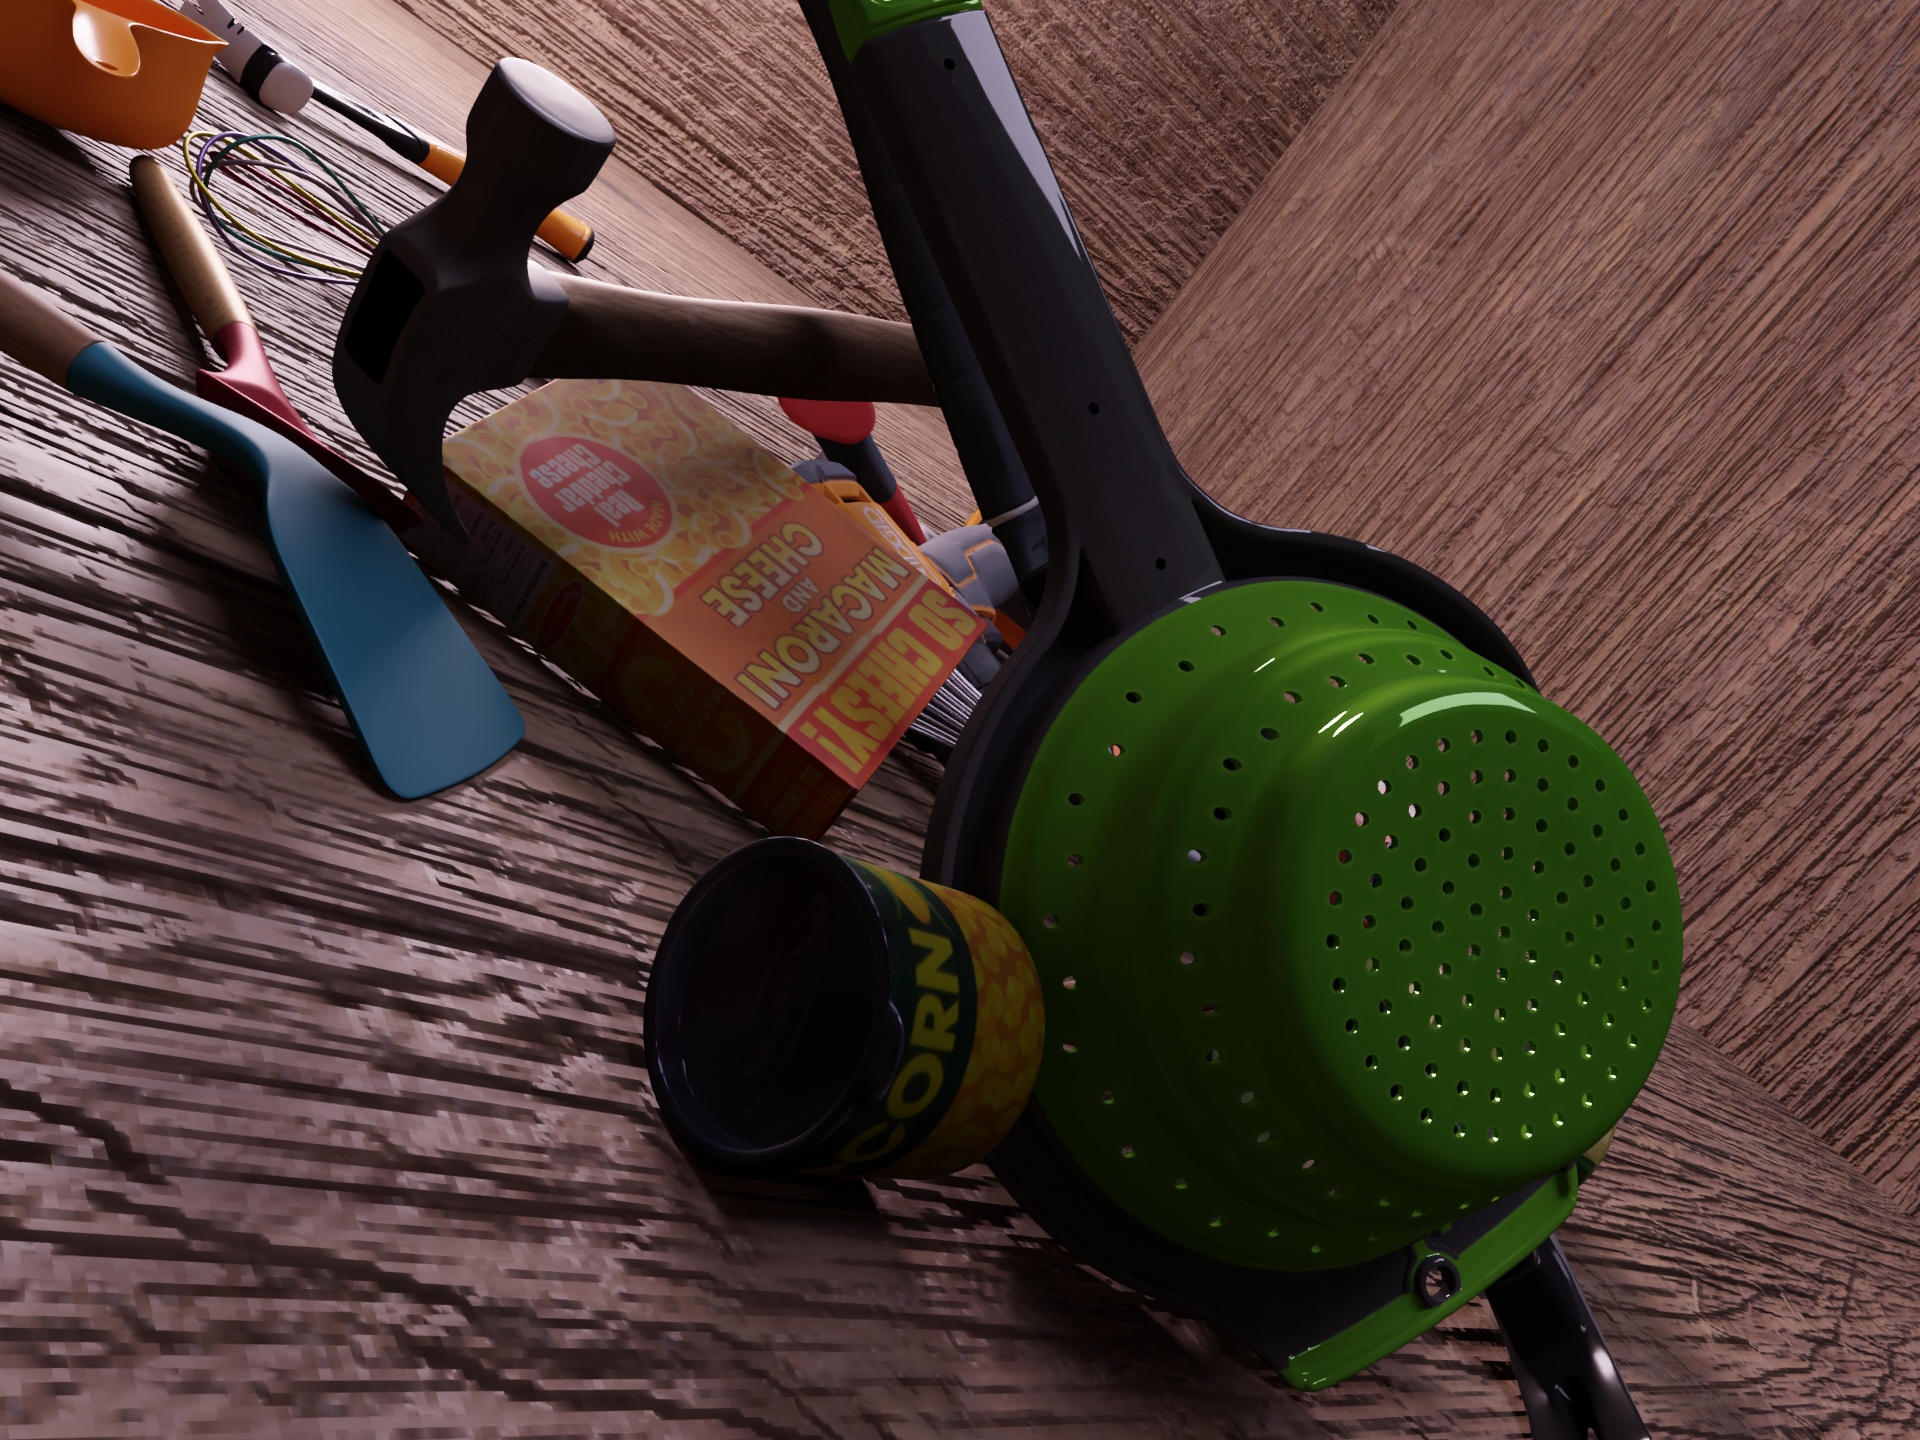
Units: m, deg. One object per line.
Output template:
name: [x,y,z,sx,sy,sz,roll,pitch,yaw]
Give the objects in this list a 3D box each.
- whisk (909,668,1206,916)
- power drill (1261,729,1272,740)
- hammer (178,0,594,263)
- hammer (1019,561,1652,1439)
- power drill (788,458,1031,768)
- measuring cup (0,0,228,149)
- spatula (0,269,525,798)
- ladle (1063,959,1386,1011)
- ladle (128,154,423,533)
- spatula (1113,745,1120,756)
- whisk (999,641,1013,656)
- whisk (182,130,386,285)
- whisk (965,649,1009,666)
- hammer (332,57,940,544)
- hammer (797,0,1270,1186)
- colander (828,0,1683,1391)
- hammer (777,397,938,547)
whisk: [-0.001,-0.002,0.627,0.284,0.070,0.070,35,12,3]
power drill: [0.268,0.053,1.238,0.223,0.080,0.171,38,12,-20]
hammer: [-0.381,-0.403,1.121,0.127,0.034,0.336,45,13,24]
hammer: [0.115,0.084,0.483,0.334,0.035,0.146,56,14,-19]
power drill: [0.020,-0.043,0.756,0.185,0.084,0.226,50,30,18]
measuring cup: [-0.325,-0.239,0.590,0.095,0.052,0.174,13,25,-36]
spatula: [-0.242,-0.091,0.390,0.317,0.044,0.082,33,13,-1]
ladle: [0.095,0.110,0.613,0.078,0.062,0.320,47,21,28]
ladle: [-0.248,-0.138,0.532,0.316,0.031,0.069,46,3,42]
spatula: [0.077,0.016,0.885,0.081,0.041,0.322,50,16,22]
whisk: [0.087,-0.026,1.037,0.295,0.073,0.073,23,18,-35]
whisk: [-0.262,-0.213,0.738,0.047,0.051,0.245,36,8,18]
whisk: [-0.024,-0.056,0.857,0.238,0.055,0.055,37,11,-29]
hammer: [-0.066,-0.119,0.520,0.031,0.130,0.331,47,25,12]
hammer: [0.019,-0.050,0.499,0.149,0.036,0.409,-7,78,-64]
colander: [0.067,-0.026,0.376,0.397,0.204,0.094,66,-21,-4]
hammer: [-0.063,-0.143,0.893,0.143,0.038,0.386,39,-1,7]
